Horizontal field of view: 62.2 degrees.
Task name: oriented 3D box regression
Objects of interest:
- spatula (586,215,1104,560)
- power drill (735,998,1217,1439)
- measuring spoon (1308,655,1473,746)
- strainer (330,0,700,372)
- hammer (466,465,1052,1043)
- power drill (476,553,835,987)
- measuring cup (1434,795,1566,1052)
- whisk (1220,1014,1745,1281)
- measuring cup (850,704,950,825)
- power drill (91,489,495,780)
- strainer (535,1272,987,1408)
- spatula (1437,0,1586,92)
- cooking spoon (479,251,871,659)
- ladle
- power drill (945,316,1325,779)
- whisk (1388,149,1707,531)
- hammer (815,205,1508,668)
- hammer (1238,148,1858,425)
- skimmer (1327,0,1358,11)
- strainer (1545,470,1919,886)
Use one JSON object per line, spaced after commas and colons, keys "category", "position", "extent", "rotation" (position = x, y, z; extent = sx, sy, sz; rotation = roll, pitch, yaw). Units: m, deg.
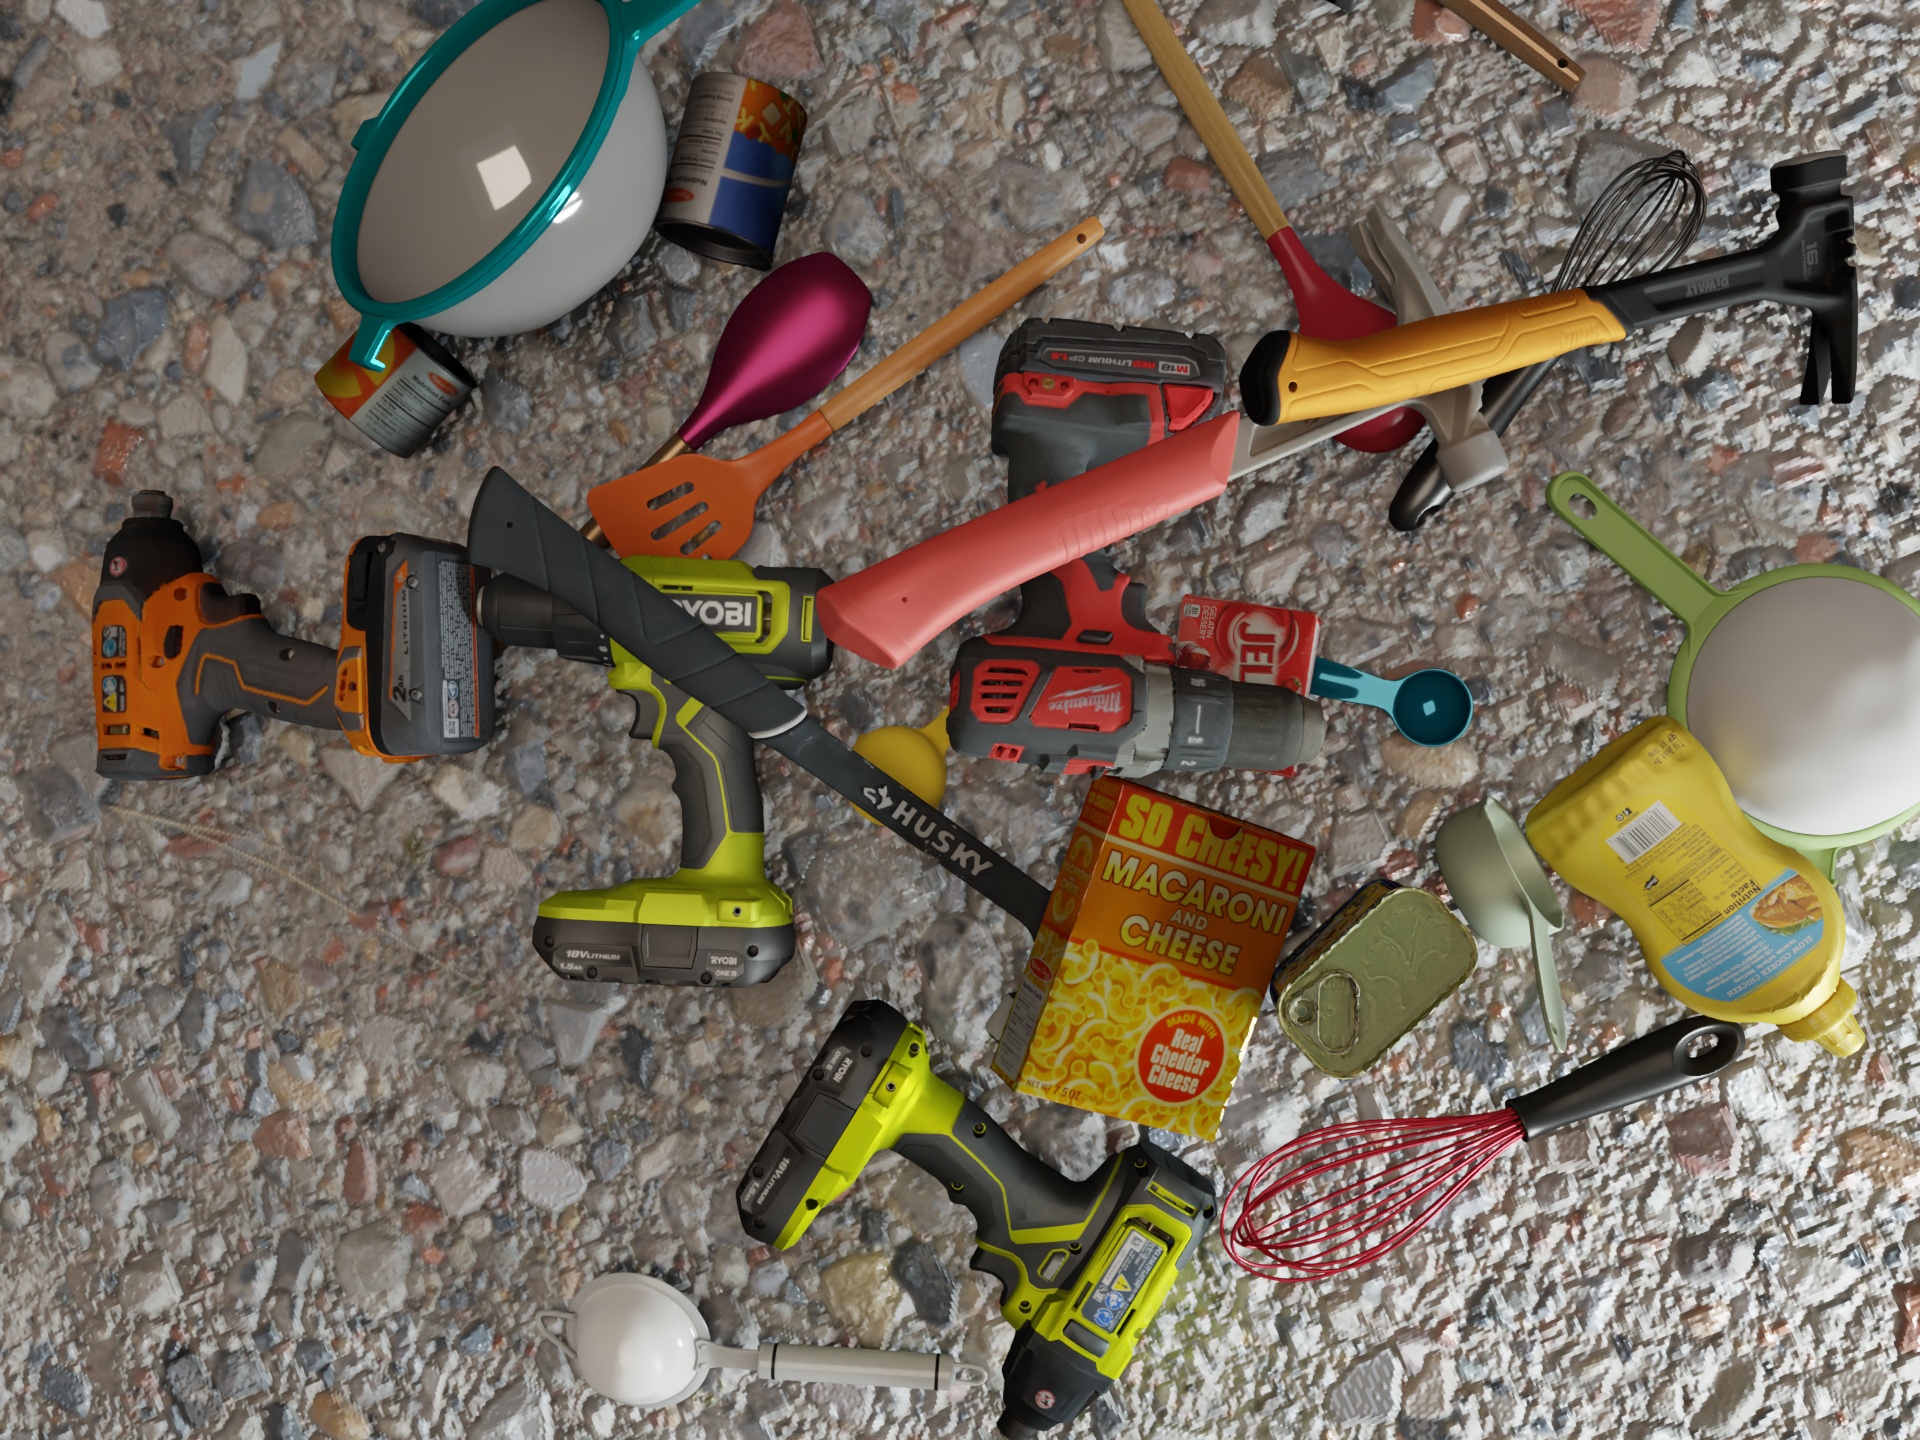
{"category": "spatula", "position": [-0.056, -0.181, 0.879], "extent": [0.322, 0.041, 0.081], "rotation": [-36, 107, -2]}
{"category": "power drill", "position": [0.001, 0.266, 0.848], "extent": [0.223, 0.080, 0.171], "rotation": [32, 92, 2]}
{"category": "measuring spoon", "position": [0.212, -0.019, 0.862], "extent": [0.128, 0.021, 0.042], "rotation": [17, 92, 15]}
{"category": "strainer", "position": [-0.176, -0.310, 0.825], "extent": [0.340, 0.095, 0.211], "rotation": [-27, 55, 21]}
{"category": "hammer", "position": [-0.073, 0.009, 0.809], "extent": [0.408, 0.036, 0.149], "rotation": [37, 86, -16]}
{"category": "power drill", "position": [-0.168, 0.023, 0.861], "extent": [0.190, 0.080, 0.228], "rotation": [3, 88, 0]}
{"category": "measuring cup", "position": [0.269, 0.106, 0.785], "extent": [0.038, 0.168, 0.083], "rotation": [-30, 114, 27]}
{"category": "whisk", "position": [0.274, 0.218, 0.833], "extent": [0.296, 0.073, 0.073], "rotation": [-22, 87, -2]}
{"category": "measuring cup", "position": [-0.001, -0.003, 0.872], "extent": [0.156, 0.029, 0.062], "rotation": [-43, 86, 5]}
{"category": "power drill", "position": [-0.377, -0.051, 0.879], "extent": [0.226, 0.084, 0.164], "rotation": [-2, 89, 15]}
{"category": "strainer", "position": [-0.114, 0.352, 0.876], "extent": [0.258, 0.050, 0.087], "rotation": [3, 105, 2]}
{"category": "spatula", "position": [0.208, -0.438, 0.863], "extent": [0.316, 0.018, 0.060], "rotation": [39, 94, 6]}
{"category": "cooking spoon", "position": [-0.172, -0.138, 0.896], "extent": [0.069, 0.017, 0.319], "rotation": [45, 94, 1]}
{"category": "ladle", "position": [0.160, -0.286, 0.863], "extent": [0.069, 0.031, 0.315], "rotation": [-30, 85, 5]}
{"category": "power drill", "position": [0.093, -0.080, 0.810], "extent": [0.188, 0.080, 0.227], "rotation": [5, 75, -3]}
{"category": "whisk", "position": [0.306, -0.197, 0.840], "extent": [0.055, 0.055, 0.239], "rotation": [39, 98, 5]}
{"category": "hammer", "position": [0.093, -0.124, 0.758], "extent": [0.359, 0.036, 0.149], "rotation": [-25, 87, -18]}
{"category": "hammer", "position": [0.294, -0.186, 0.779], "extent": [0.337, 0.034, 0.127], "rotation": [-15, 104, -13]}
{"category": "skimmer", "position": [0.050, -0.468, 0.843], "extent": [0.363, 0.090, 0.127], "rotation": [30, 125, 3]}
{"category": "strainer", "position": [0.408, -0.043, 0.813], "extent": [0.256, 0.069, 0.151], "rotation": [42, 93, 3]}
